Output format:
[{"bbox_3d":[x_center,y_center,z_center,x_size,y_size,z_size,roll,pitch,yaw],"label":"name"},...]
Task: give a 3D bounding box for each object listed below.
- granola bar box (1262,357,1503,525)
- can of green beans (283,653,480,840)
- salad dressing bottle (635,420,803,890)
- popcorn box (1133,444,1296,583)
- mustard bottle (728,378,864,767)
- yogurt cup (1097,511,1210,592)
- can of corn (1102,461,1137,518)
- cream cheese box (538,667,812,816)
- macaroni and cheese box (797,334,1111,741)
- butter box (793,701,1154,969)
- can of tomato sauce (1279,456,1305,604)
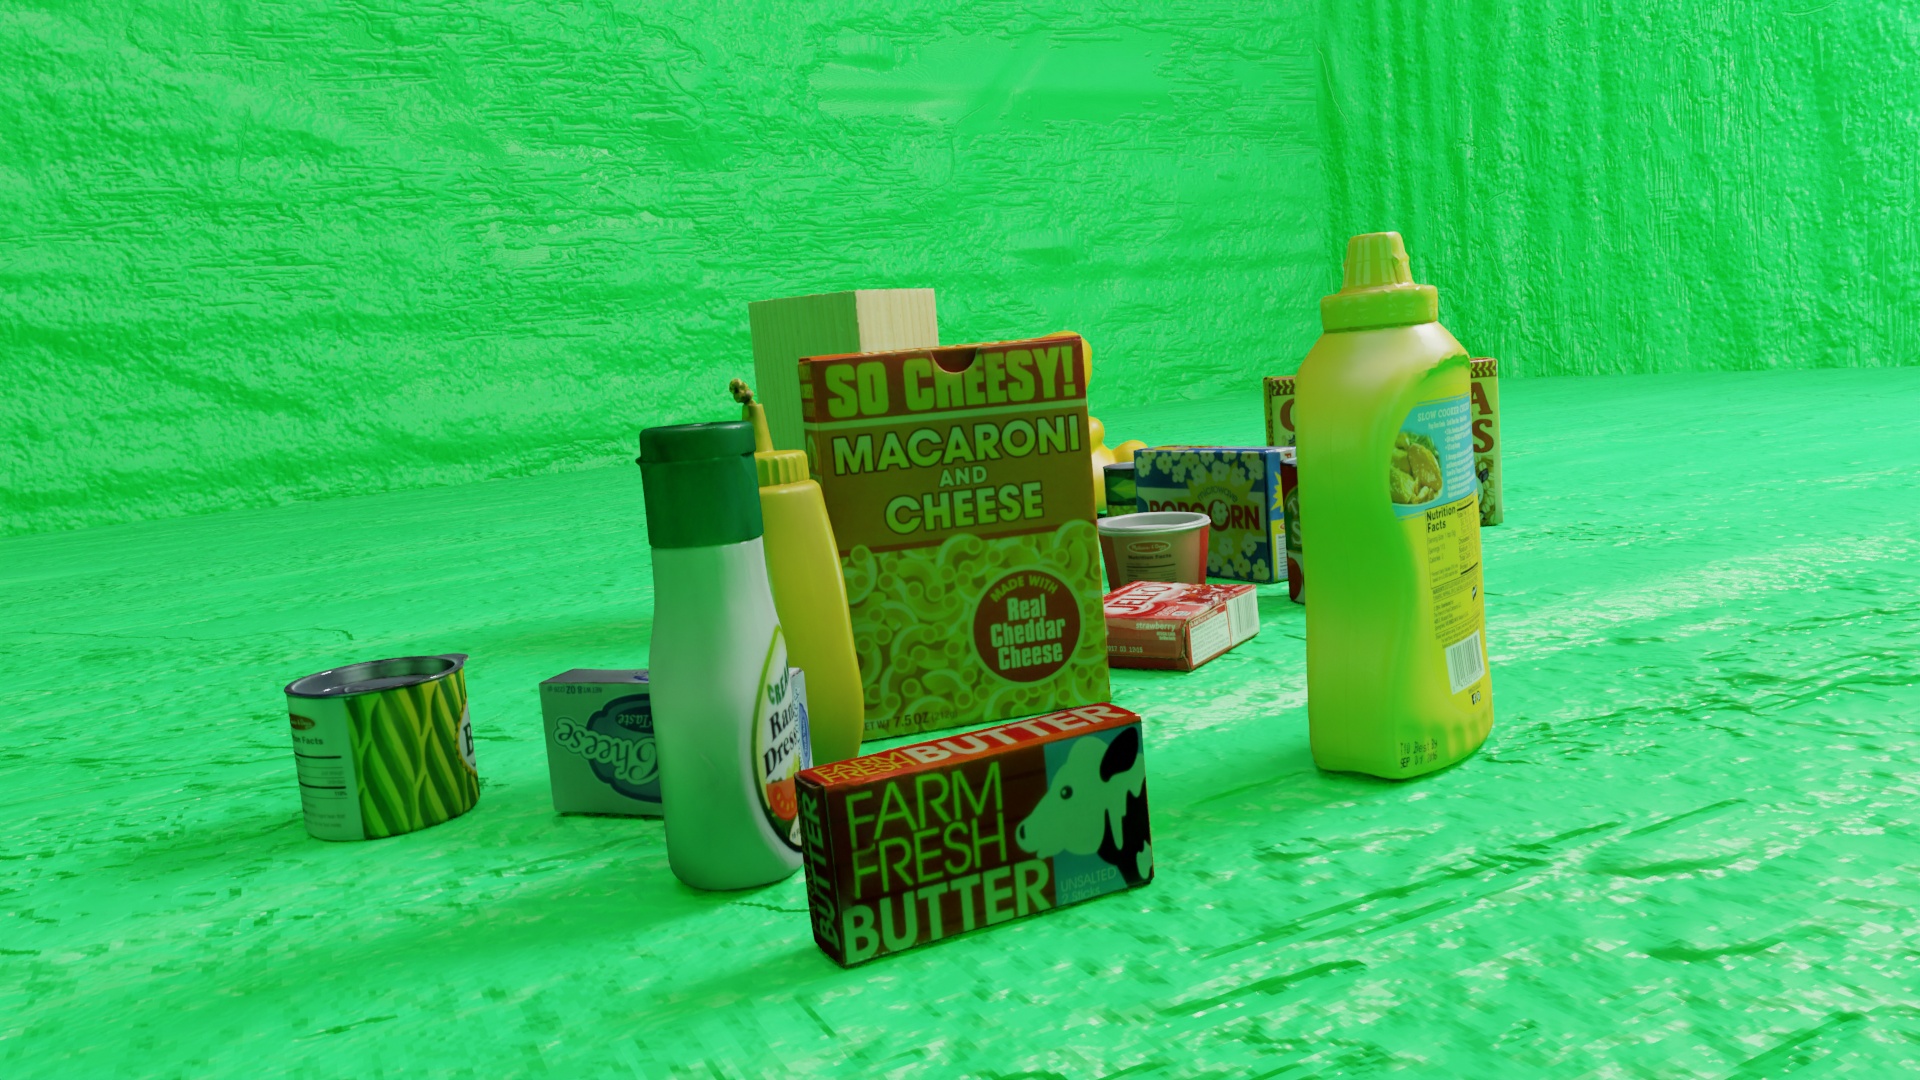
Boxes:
[{"bbox_3d":[0.314,-0.068,1.038,0.166,0.124,0.039,-5,7,1],"label":"granola bar box"},{"bbox_3d":[-0.228,0.081,0.551,0.071,0.057,0.071,-5,7,1],"label":"can of green beans"},{"bbox_3d":[-0.078,0.036,0.450,0.044,0.147,0.064,-4,7,7],"label":"salad dressing bottle"},{"bbox_3d":[0.173,-0.020,0.929,0.038,0.085,0.126,-10,9,-33],"label":"popcorn box"},{"bbox_3d":[-0.075,0.015,0.557,0.049,0.160,0.065,-11,9,-39],"label":"mustard bottle"},{"bbox_3d":[0.117,0.014,0.832,0.072,0.054,0.072,-5,7,1],"label":"yogurt cup"},{"bbox_3d":[0.154,-0.035,1.147,0.071,0.058,0.071,-5,7,1],"label":"can of corn"},{"bbox_3d":[-0.106,0.076,0.522,0.104,0.053,0.024,-2,8,20],"label":"cream cheese box"},{"bbox_3d":[-0.001,-0.003,0.616,0.124,0.166,0.040,-7,7,-16],"label":"macaroni and cheese box"},{"bbox_3d":[0.006,0.083,0.401,0.104,0.053,0.024,-9,8,-24],"label":"butter box"},{"bbox_3d":[0.222,-0.007,0.809,0.071,0.083,0.071,-5,7,1],"label":"can of tomato sauce"}]
